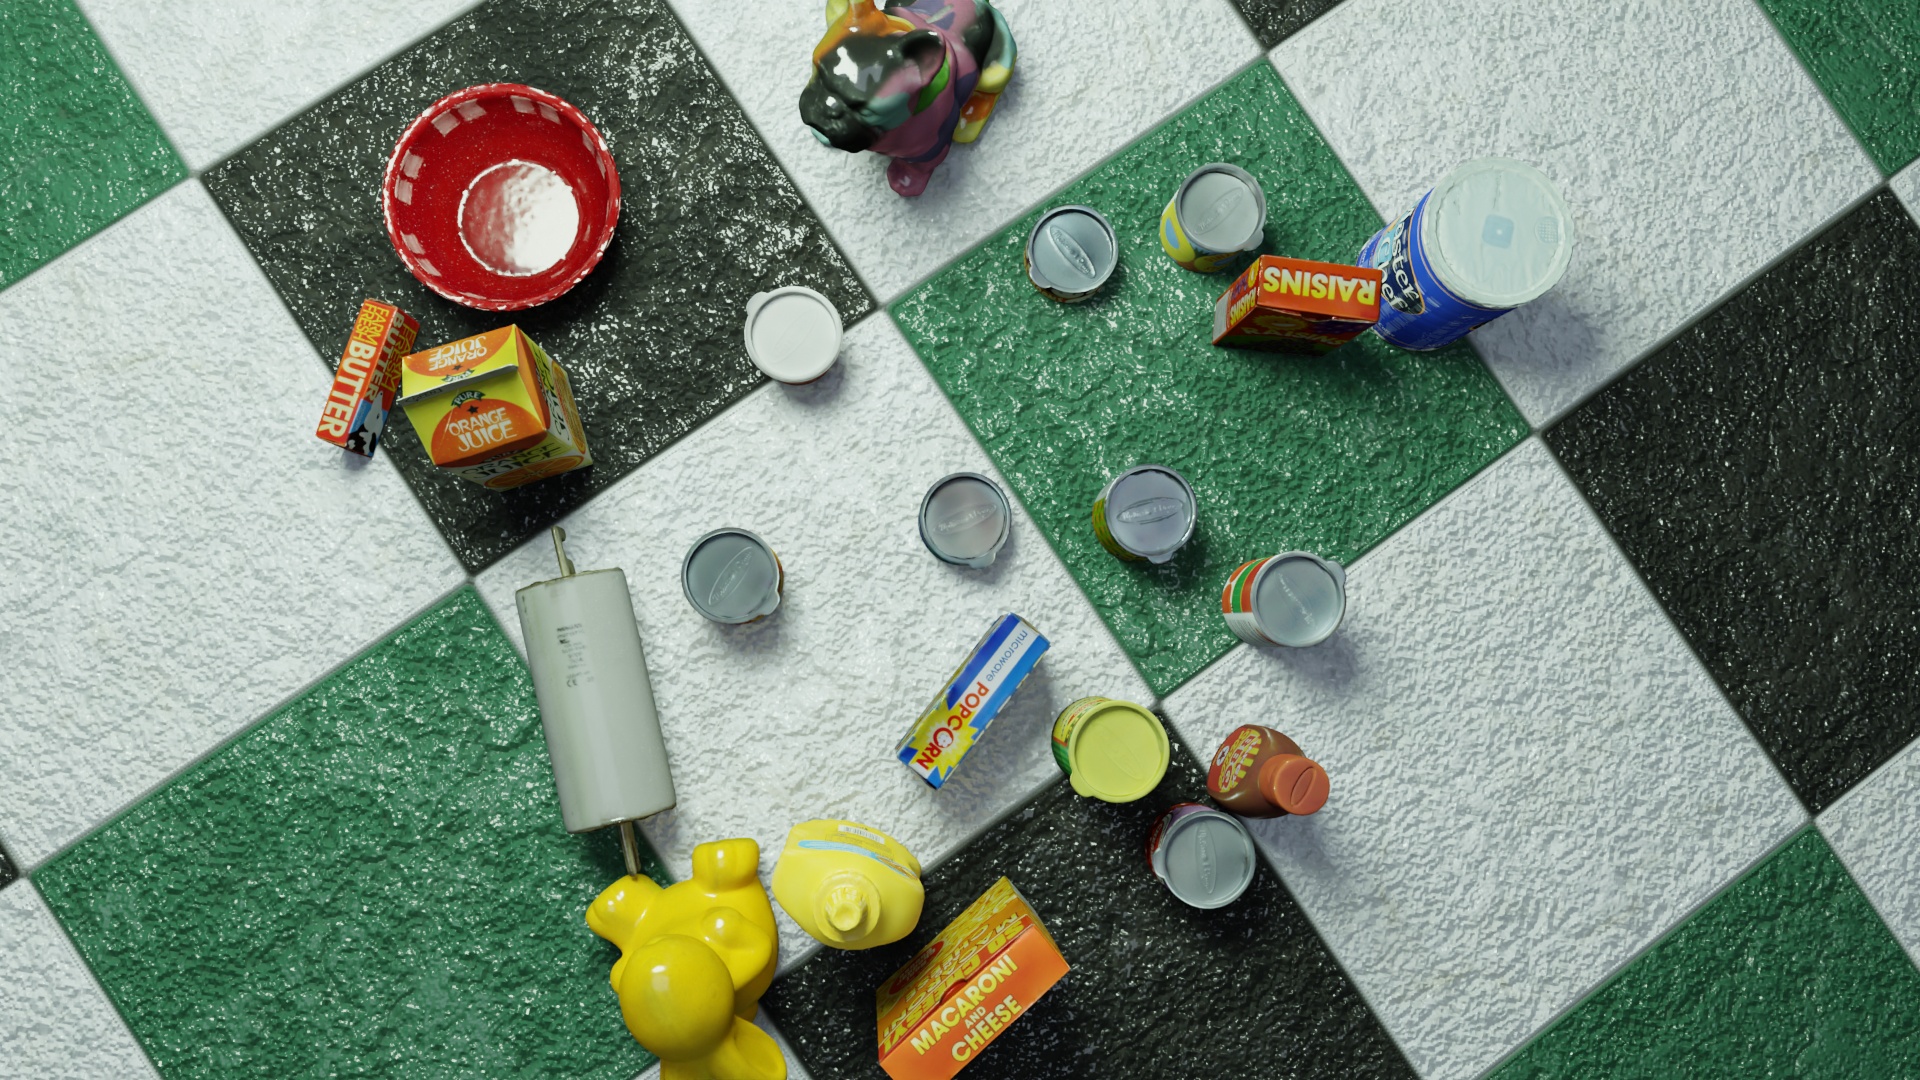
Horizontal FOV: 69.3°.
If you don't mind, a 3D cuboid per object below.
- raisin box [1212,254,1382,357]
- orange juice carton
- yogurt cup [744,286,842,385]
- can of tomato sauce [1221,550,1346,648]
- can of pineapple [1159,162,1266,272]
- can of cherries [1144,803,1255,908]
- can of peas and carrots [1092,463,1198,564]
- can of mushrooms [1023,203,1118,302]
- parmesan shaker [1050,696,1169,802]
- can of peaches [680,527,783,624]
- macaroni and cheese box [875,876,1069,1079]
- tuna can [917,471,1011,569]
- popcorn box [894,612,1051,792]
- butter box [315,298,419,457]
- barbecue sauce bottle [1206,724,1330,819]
[{"bbox_3d":[0.234,-0.163,0.980,0.086,0.123,0.040,7,85,-3],"label":"raisin box"},{"bbox_3d":[-0.300,-0.085,0.901,0.072,0.192,0.073,-17,87,-5],"label":"orange juice carton"},{"bbox_3d":[-0.117,-0.142,0.988,0.072,0.054,0.072,0,85,-4],"label":"yogurt cup"},{"bbox_3d":[0.228,0.041,0.982,0.071,0.083,0.071,0,85,-4],"label":"can of tomato sauce"},{"bbox_3d":[0.184,-0.233,1.016,0.071,0.058,0.071,0,85,-4],"label":"can of pineapple"},{"bbox_3d":[0.164,0.219,0.974,0.071,0.058,0.071,0,85,-4],"label":"can of cherries"},{"bbox_3d":[0.131,-0.016,0.992,0.071,0.058,0.071,0,85,-4],"label":"can of peas and carrots"},{"bbox_3d":[0.078,-0.208,1.018,0.071,0.033,0.071,0,85,-4],"label":"can of mushrooms"},{"bbox_3d":[0.098,0.143,0.954,0.071,0.103,0.071,0,85,-4],"label":"parmesan shaker"},{"bbox_3d":[-0.156,0.027,0.969,0.071,0.058,0.071,0,85,-4],"label":"can of peaches"},{"bbox_3d":[0.002,0.286,0.903,0.124,0.166,0.040,-41,89,-6],"label":"macaroni and cheese box"},{"bbox_3d":[0.004,-0.012,0.996,0.071,0.033,0.071,0,85,-4],"label":"tuna can"},{"bbox_3d":[0.007,0.109,0.959,0.038,0.085,0.127,39,84,0],"label":"popcorn box"},{"bbox_3d":[-0.411,-0.112,0.965,0.024,0.053,0.103,18,84,-2],"label":"butter box"},{"bbox_3d":[0.209,0.159,0.937,0.044,0.148,0.065,30,84,-1],"label":"barbecue sauce bottle"}]
